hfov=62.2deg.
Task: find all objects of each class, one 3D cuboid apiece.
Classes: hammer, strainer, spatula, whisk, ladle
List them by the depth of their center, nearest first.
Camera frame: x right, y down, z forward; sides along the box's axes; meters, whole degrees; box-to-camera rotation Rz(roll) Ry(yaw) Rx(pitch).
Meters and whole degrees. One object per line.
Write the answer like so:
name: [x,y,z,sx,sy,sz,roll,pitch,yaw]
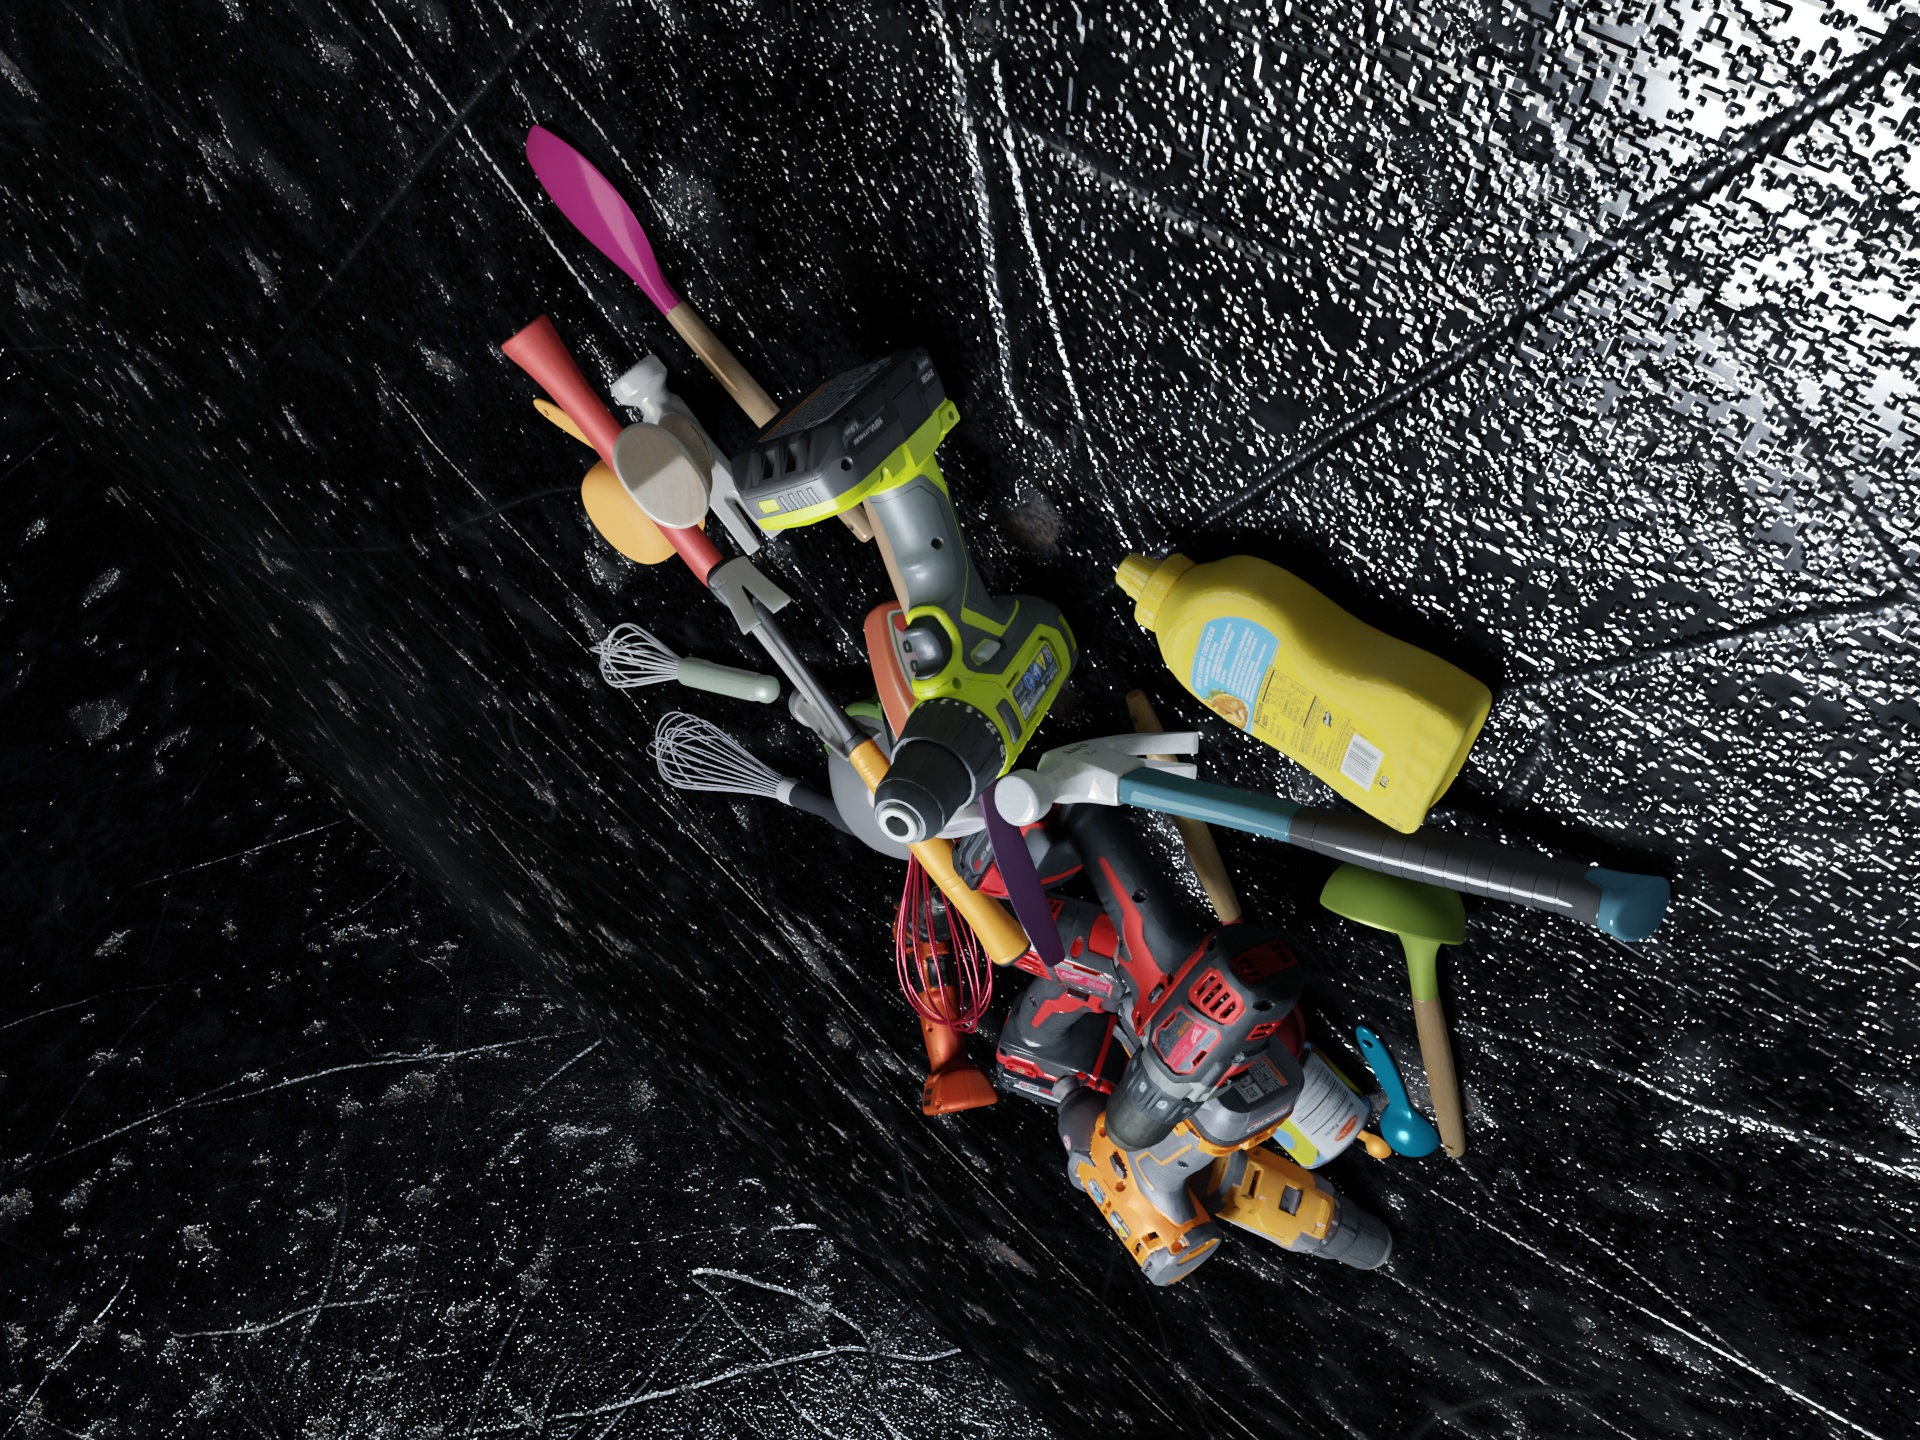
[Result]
hammer: [0.188,0.058,0.825,0.331,0.128,0.033,13,111,34]
hammer: [-0.149,-0.136,0.891,0.146,0.038,0.411,52,-179,-15]
ladle: [0.271,0.184,0.938,0.078,0.062,0.319,17,146,36]
spatula: [-0.002,-0.003,0.948,0.059,0.018,0.316,3,-115,-69]
ladle: [0.162,0.105,1.013,0.069,0.031,0.315,20,144,51]
hammer: [-0.048,0.038,1.032,0.336,0.034,0.127,55,175,-24]
hammer: [-0.184,-0.121,1.098,0.358,0.037,0.149,53,171,-20]
whisk: [-0.025,0.094,1.146,0.073,0.073,0.295,9,114,51]
strainer: [-0.018,0.100,1.219,0.256,0.069,0.151,47,155,-2]
whisk: [-0.238,-0.045,1.366,0.246,0.059,0.057,13,177,42]
whisk: [-0.173,0.052,1.403,0.285,0.070,0.070,18,144,35]

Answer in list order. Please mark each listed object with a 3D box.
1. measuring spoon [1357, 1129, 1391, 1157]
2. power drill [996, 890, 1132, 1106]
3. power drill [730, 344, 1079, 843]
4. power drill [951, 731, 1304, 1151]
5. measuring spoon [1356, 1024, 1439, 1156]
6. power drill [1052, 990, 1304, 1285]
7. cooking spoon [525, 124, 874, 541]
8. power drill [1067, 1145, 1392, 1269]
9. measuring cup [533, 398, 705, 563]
measuring spoon: [0.260,0.287,1.157,0.117,0.011,0.021,26,149,37]
power drill: [0.100,0.216,1.200,0.143,0.079,0.219,16,143,9]
power drill: [-0.027,-0.065,0.856,0.080,0.191,0.228,-10,119,35]
power drill: [0.092,0.141,0.981,0.227,0.080,0.187,51,135,26]
measuring spoon: [0.282,0.250,1.056,0.042,0.021,0.128,12,141,49]
power drill: [0.135,0.268,1.097,0.164,0.084,0.226,51,143,32]
cooking spoon: [-0.160,-0.235,0.985,0.319,0.017,0.069,49,155,-7]
power drill: [0.213,0.373,1.260,0.185,0.084,0.226,29,161,-22]
measuring cup: [-0.272,-0.182,1.190,0.174,0.052,0.095,35,153,15]
